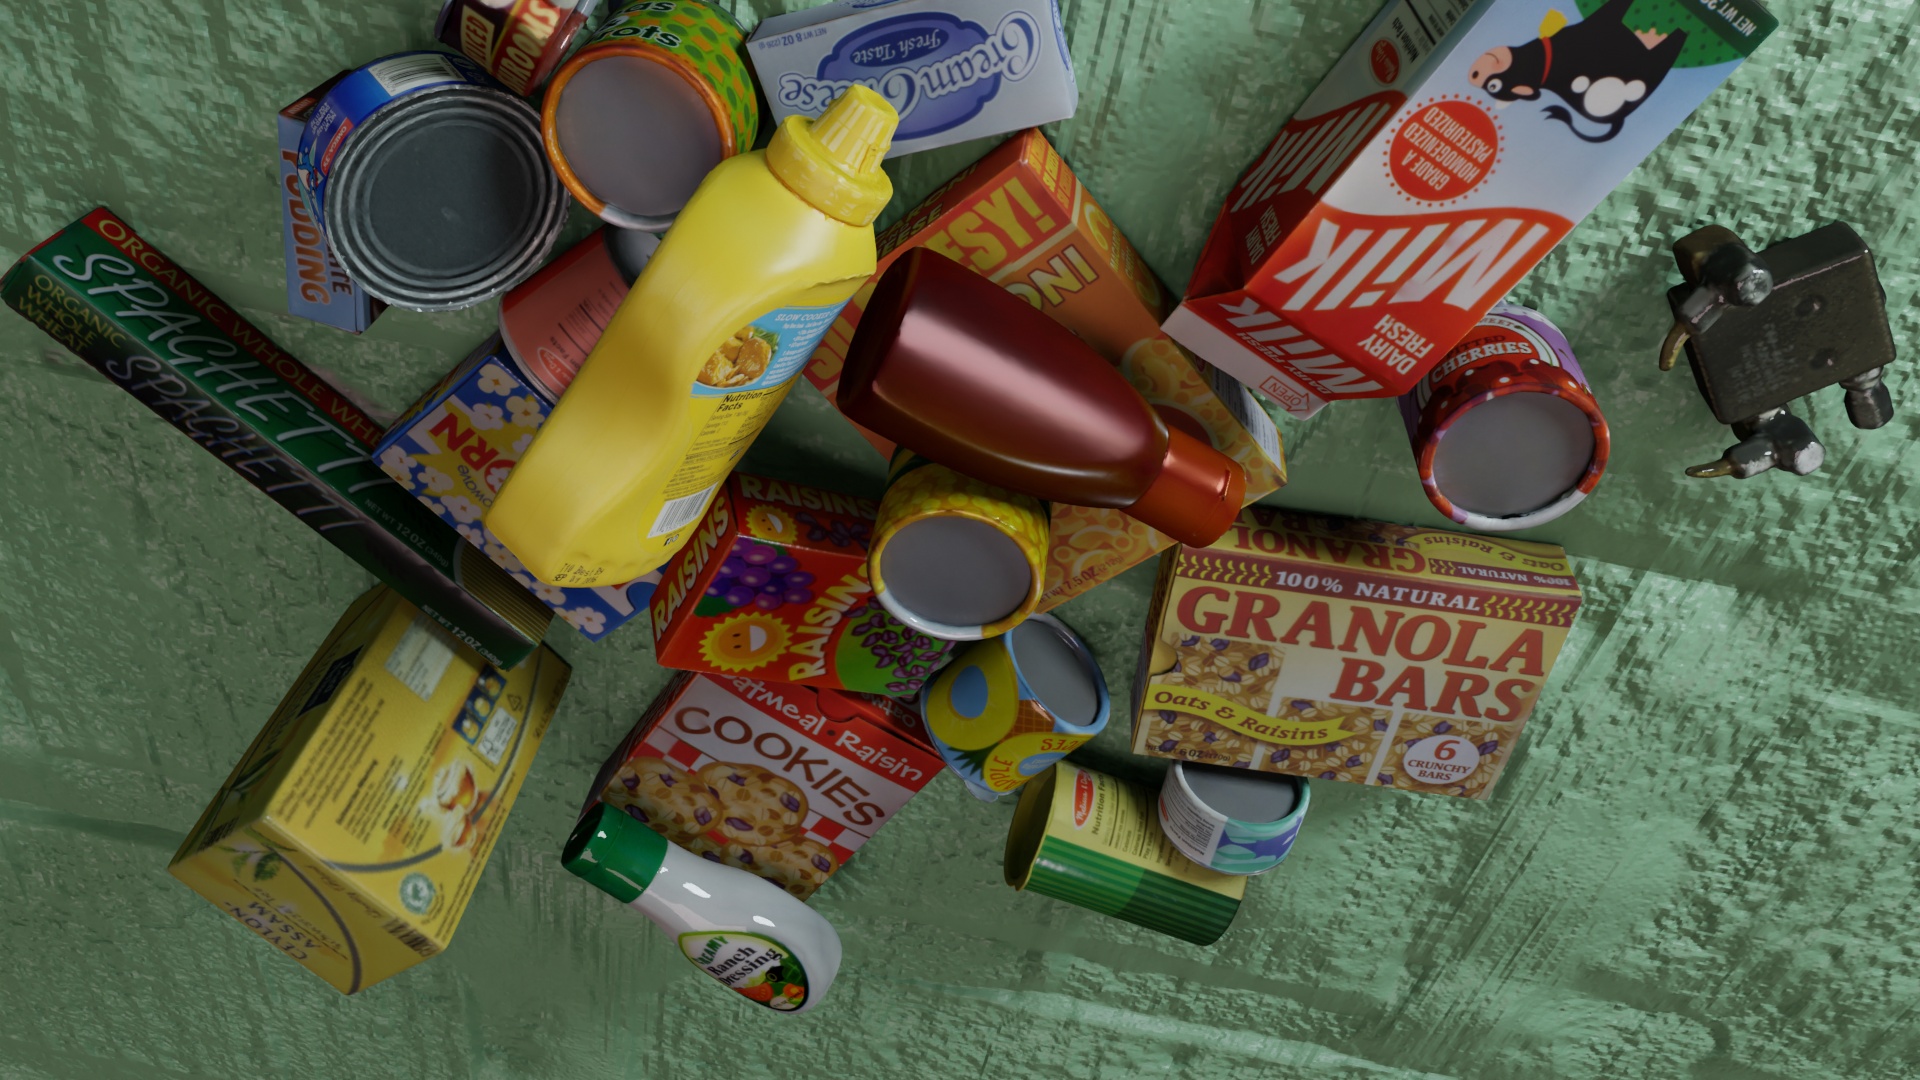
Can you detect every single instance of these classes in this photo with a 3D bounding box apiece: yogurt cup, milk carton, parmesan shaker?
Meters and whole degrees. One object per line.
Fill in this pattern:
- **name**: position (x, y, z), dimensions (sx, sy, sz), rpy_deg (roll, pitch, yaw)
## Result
- **yogurt cup**: position (-0.132, -0.084, 0.529), dimensions (0.054, 0.073, 0.072), rpy_deg (-36, 116, 20)
- **milk carton**: position (0.151, -0.120, 0.455), dimensions (0.072, 0.074, 0.189), rpy_deg (30, 124, -17)
- **parmesan shaker**: position (0.080, 0.154, 0.678), dimensions (0.103, 0.072, 0.071), rpy_deg (20, 127, -8)

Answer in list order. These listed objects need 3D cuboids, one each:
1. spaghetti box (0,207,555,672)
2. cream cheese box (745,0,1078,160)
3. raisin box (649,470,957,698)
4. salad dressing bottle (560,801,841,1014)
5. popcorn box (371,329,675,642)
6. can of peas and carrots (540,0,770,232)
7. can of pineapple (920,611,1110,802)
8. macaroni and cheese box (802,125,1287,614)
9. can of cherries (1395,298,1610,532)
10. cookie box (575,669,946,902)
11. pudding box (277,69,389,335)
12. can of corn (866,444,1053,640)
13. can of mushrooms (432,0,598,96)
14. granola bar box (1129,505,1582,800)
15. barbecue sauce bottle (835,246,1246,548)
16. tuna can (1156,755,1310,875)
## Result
- **spaghetti box**: position (-0.276, -0.038, 0.591), dimensions (0.028, 0.050, 0.249), rpy_deg (-34, 116, 26)
- **cream cheese box**: position (-0.015, -0.162, 0.478), dimensions (0.104, 0.024, 0.053), rpy_deg (-9, 127, 14)
- **raisin box**: position (-0.058, 0.021, 0.588), dimensions (0.123, 0.040, 0.085), rpy_deg (11, 133, -31)
- **salad dressing bottle**: position (-0.128, 0.183, 0.694), dimensions (0.147, 0.044, 0.064), rpy_deg (38, 125, -21)
- **popcorn box**: position (-0.173, -0.024, 0.596), dimensions (0.085, 0.038, 0.126), rpy_deg (-32, 117, 26)
- **can of peas and carrots**: position (-0.104, -0.150, 0.477), dimensions (0.071, 0.059, 0.070), rpy_deg (3, 128, 4)
- **can of pineapple**: position (0.026, 0.074, 0.625), dimensions (0.071, 0.071, 0.057), rpy_deg (38, 123, -20)
- **macaroni and cheese box**: position (0.029, -0.059, 0.541), dimensions (0.123, 0.040, 0.166), rpy_deg (-30, 119, 27)
- **can of cherries**: position (0.199, -0.047, 0.516), dimensions (0.071, 0.059, 0.071), rpy_deg (4, 128, 5)
- **cookie box**: position (-0.098, 0.113, 0.689), dimensions (0.123, 0.040, 0.166), rpy_deg (31, 125, -16)
- **pudding box**: position (-0.227, -0.125, 0.518), dimensions (0.030, 0.050, 0.083), rpy_deg (15, 128, -2)
- **can of corn**: position (0.002, -0.007, 0.521), dimensions (0.071, 0.058, 0.070), rpy_deg (4, 130, 5)
- **can of mushrooms**: position (-0.139, -0.179, 0.452), dimensions (0.033, 0.071, 0.070), rpy_deg (33, 124, -19)
- **granola bar box**: position (0.165, 0.050, 0.607), dimensions (0.166, 0.039, 0.123), rpy_deg (7, 128, 1)
- **barbecue sauce bottle**: position (0.033, -0.042, 0.489), dimensions (0.148, 0.065, 0.043), rpy_deg (25, 159, -21)
- **tuna can**: position (0.130, 0.120, 0.650), dimensions (0.071, 0.071, 0.032), rpy_deg (10, 127, 0)
